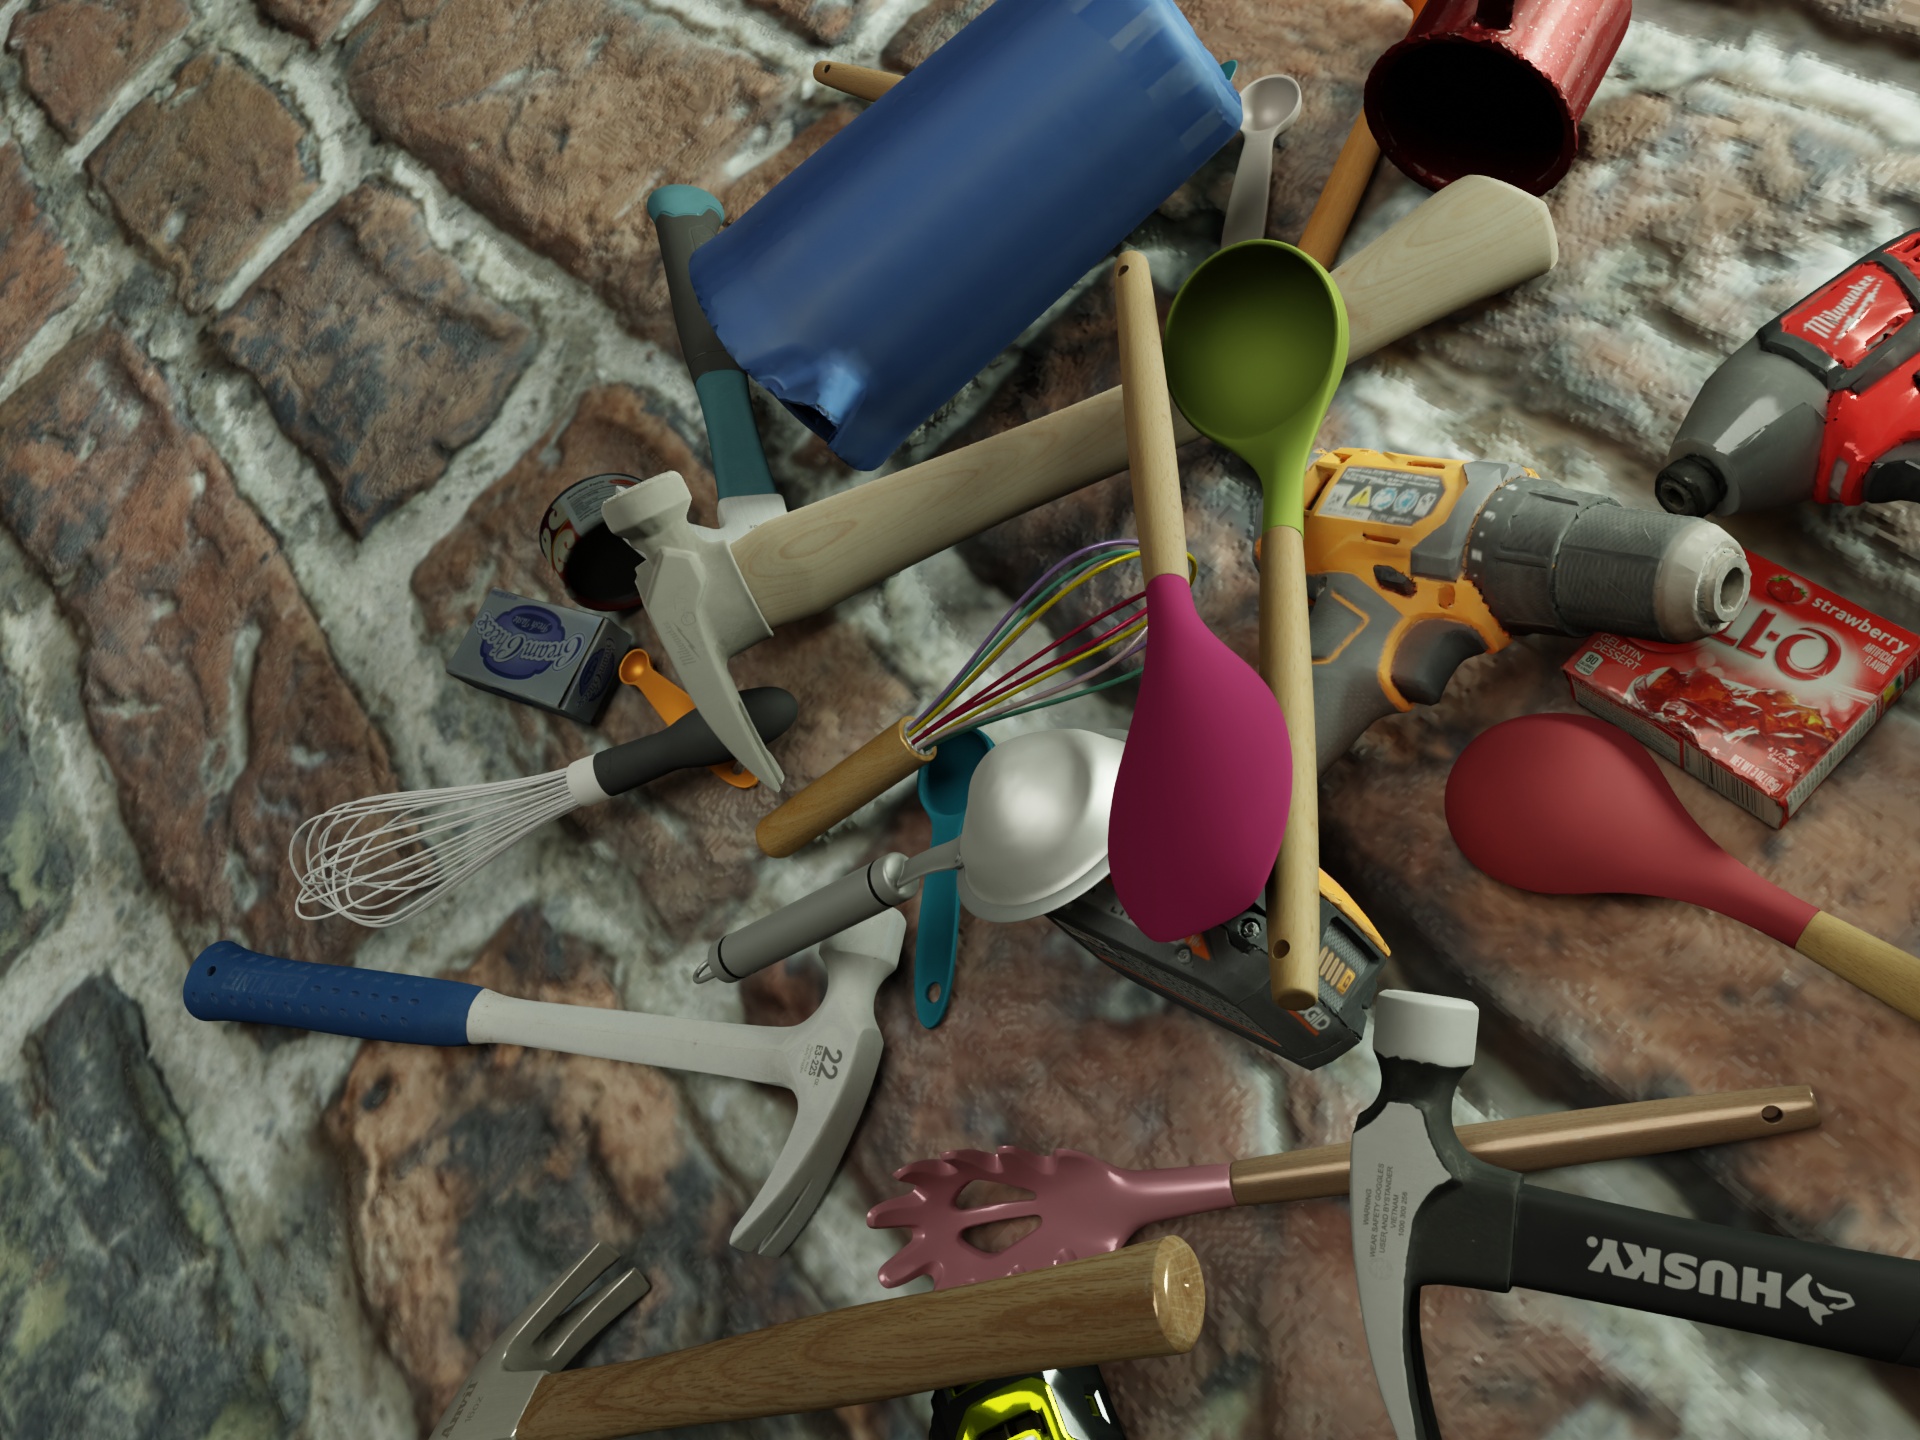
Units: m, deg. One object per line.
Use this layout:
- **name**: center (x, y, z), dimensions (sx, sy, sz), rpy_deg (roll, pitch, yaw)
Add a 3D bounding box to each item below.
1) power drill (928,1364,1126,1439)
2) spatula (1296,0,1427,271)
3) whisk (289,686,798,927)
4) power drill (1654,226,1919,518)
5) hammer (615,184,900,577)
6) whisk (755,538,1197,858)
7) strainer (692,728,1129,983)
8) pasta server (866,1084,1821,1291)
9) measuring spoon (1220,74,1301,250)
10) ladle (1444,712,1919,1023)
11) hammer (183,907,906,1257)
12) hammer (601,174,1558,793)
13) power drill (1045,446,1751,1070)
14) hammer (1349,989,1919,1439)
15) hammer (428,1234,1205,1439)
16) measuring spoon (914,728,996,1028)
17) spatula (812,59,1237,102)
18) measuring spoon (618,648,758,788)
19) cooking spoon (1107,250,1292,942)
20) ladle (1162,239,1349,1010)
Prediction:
- **power drill**: center (-0.029, 0.322, 0.509), dimensions (0.223, 0.080, 0.171), rpy_deg (-30, 53, 8)
- **spatula**: center (0.183, -0.276, 0.731), dimensions (0.081, 0.041, 0.323), rpy_deg (10, 71, 50)
- **whisk**: center (-0.205, 0.040, 0.766), dimensions (0.284, 0.070, 0.070), rpy_deg (-20, 57, 16)
- **power drill**: center (0.341, -0.070, 0.500), dimensions (0.143, 0.078, 0.220), rpy_deg (-34, 49, -9)
- **hammer**: center (-0.126, -0.186, 0.840), dimensions (0.128, 0.033, 0.331), rpy_deg (-7, 49, -12)
- **whisk**: center (0.001, -0.001, 0.654), dimensions (0.245, 0.047, 0.051), rpy_deg (-35, 86, 33)
- **strainer**: center (-0.021, 0.056, 0.589), dimensions (0.258, 0.050, 0.087), rpy_deg (-29, 29, 36)
- **pasta server**: center (0.118, 0.156, 0.539), dimensions (0.316, 0.040, 0.060), rpy_deg (-14, 83, 20)
- **measuring spoon**: center (0.142, -0.252, 0.762), dimensions (0.034, 0.018, 0.124), rpy_deg (3, 73, 30)
- **ladle**: center (0.288, 0.080, 0.493), dimensions (0.316, 0.031, 0.069), rpy_deg (34, 87, 36)
- **hammer**: center (-0.216, 0.143, 0.732), dimensions (0.405, 0.035, 0.144), rpy_deg (0, 65, 29)
- **hammer**: center (0.061, -0.112, 0.682), dimensions (0.410, 0.146, 0.038), rpy_deg (-24, 11, 4)
- **power drill**: center (0.147, 0.004, 0.558), dimensions (0.185, 0.084, 0.226), rpy_deg (19, 72, 51)
- **hammer**: center (0.274, 0.170, 0.434), dimensions (0.335, 0.035, 0.146), rpy_deg (4, 83, 26)
- **hammer**: center (-0.066, 0.223, 0.550), dimensions (0.331, 0.031, 0.130), rpy_deg (-23, 27, 29)
- **measuring spoon**: center (-0.001, 0.066, 0.670), dimensions (0.042, 0.021, 0.129), rpy_deg (-7, 70, 40)
- **spatula**: center (0.016, -0.329, 0.851), dimensions (0.318, 0.044, 0.082), rpy_deg (31, 93, 38)
- **measuring spoon**: center (-0.132, 0.000, 0.780), dimensions (0.117, 0.011, 0.021), rpy_deg (39, 93, 34)
- **cooking spoon**: center (0.070, -0.065, 0.557), dimensions (0.069, 0.017, 0.319), rpy_deg (-29, 43, 31)
- **ladle**: center (0.103, -0.050, 0.545), dimensions (0.078, 0.062, 0.320), rpy_deg (-29, 39, 37)
